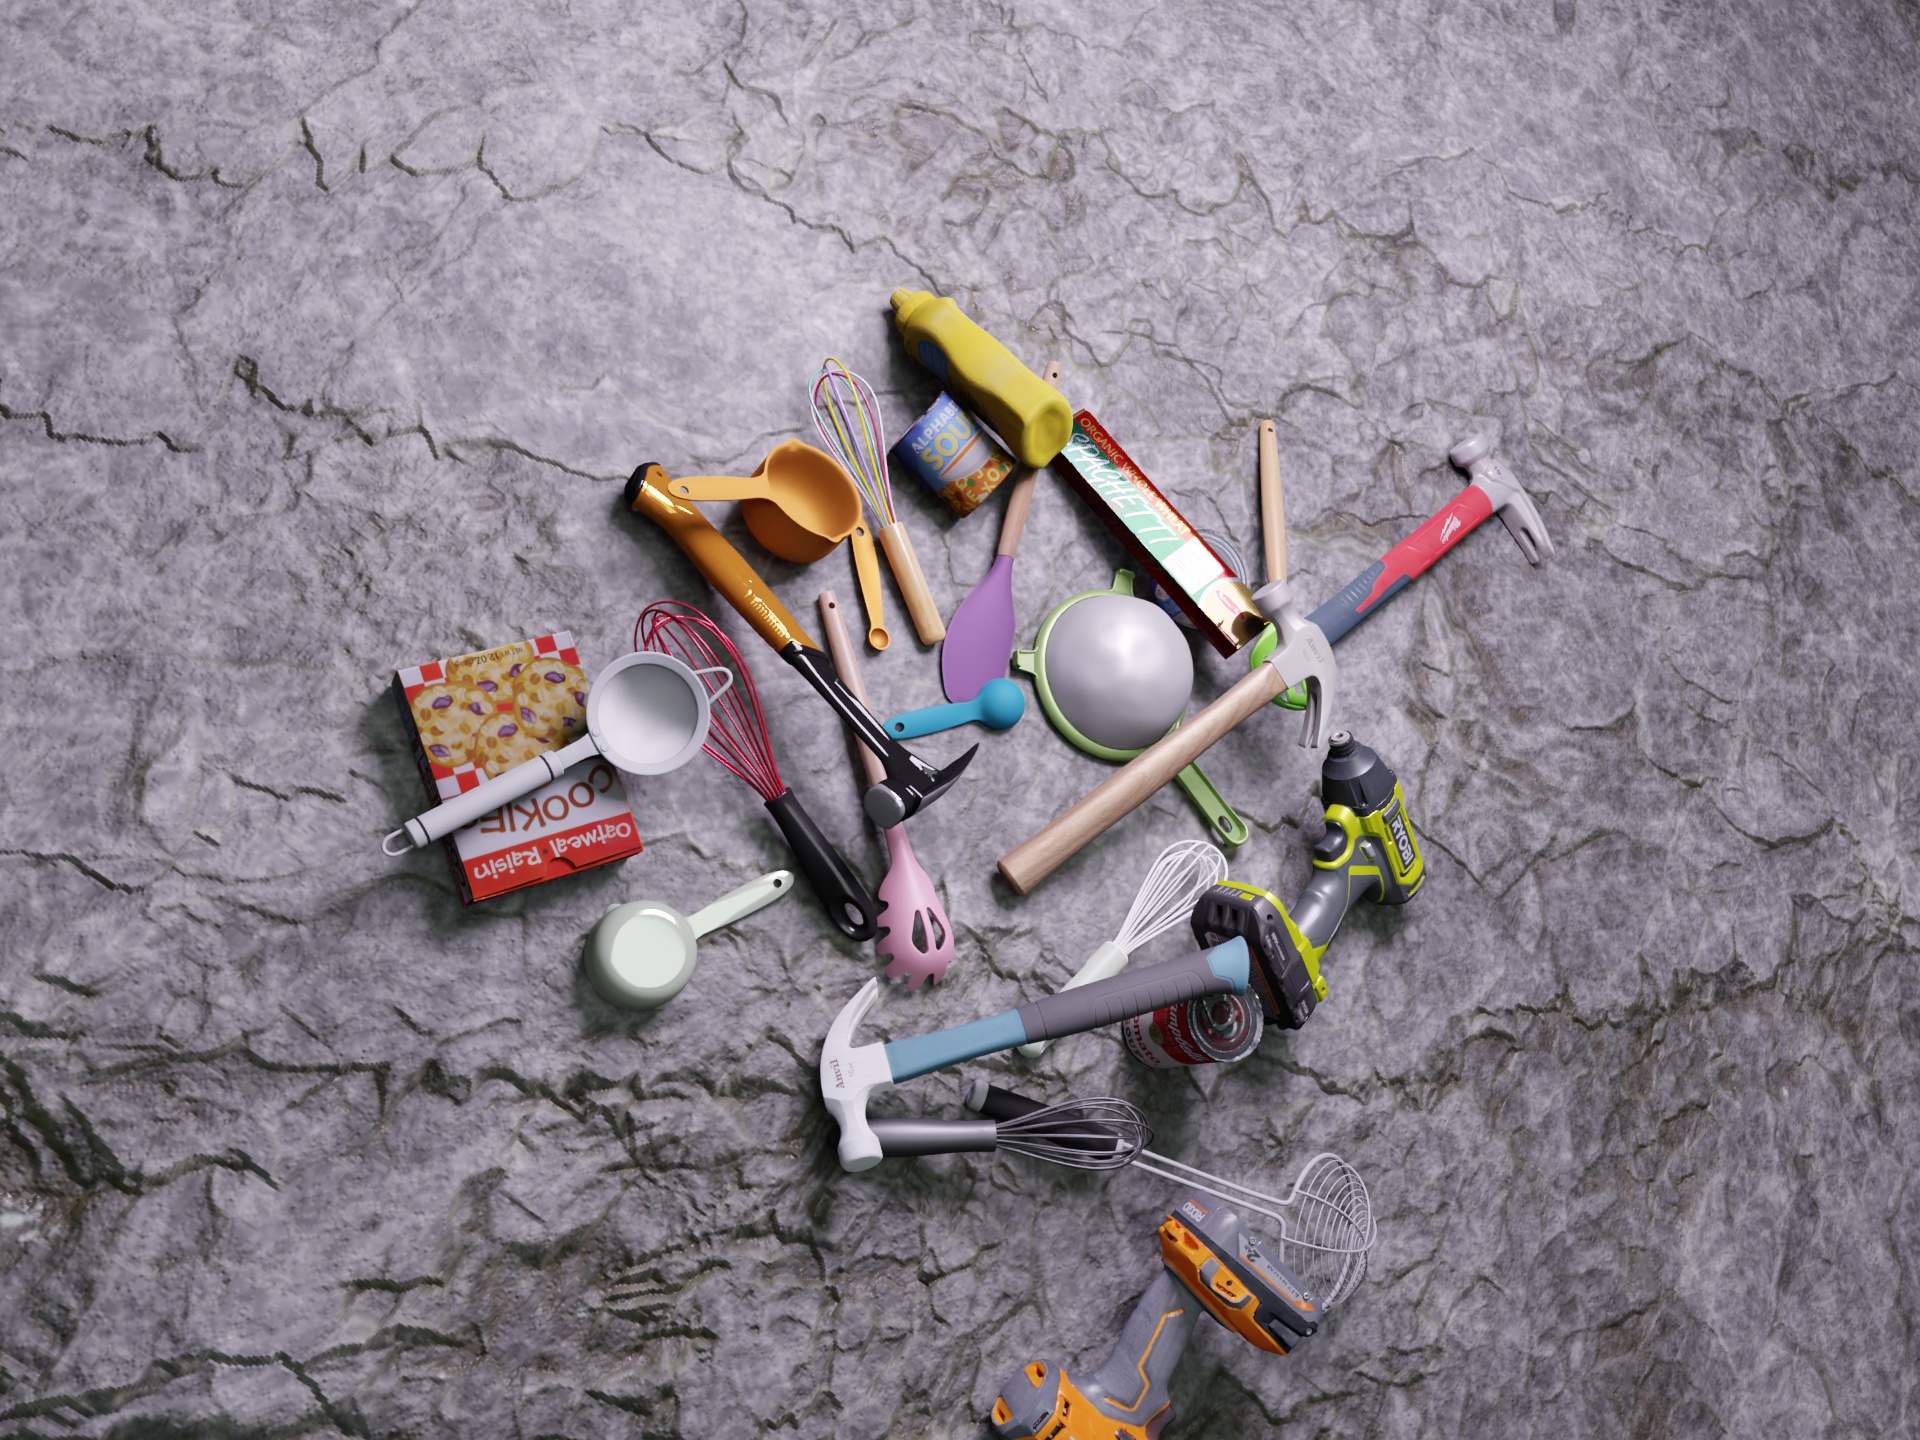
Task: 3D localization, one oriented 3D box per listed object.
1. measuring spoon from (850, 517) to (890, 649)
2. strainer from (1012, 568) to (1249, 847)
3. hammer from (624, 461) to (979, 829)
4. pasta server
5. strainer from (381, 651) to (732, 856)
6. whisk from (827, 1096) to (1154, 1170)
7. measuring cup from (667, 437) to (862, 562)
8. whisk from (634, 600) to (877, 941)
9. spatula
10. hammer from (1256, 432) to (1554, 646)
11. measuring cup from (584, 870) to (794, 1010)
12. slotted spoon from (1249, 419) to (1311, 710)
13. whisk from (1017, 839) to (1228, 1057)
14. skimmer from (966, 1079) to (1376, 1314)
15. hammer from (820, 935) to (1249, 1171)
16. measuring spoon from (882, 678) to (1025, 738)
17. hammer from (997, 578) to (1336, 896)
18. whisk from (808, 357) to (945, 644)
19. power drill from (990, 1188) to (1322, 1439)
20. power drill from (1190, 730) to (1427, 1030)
[{"bbox_3d":[-0.075,-0.110,1.276,0.021,0.011,0.117,0,72,-37],"label":"measuring spoon"},{"bbox_3d":[0.172,-0.004,1.326,0.151,0.069,0.256,-38,92,-29],"label":"strainer"},{"bbox_3d":[-0.128,-0.067,1.190,0.337,0.034,0.127,47,32,7],"label":"hammer"},{"bbox_3d":[-0.065,0.050,1.227,0.060,0.040,0.316,-10,76,-27],"label":"pasta server"},{"bbox_3d":[-0.272,0.026,1.079,0.258,0.050,0.087,-30,98,-27],"label":"strainer"},{"bbox_3d":[0.023,0.302,1.157,0.239,0.055,0.055,1,75,-7],"label":"whisk"},{"bbox_3d":[-0.157,-0.161,1.204,0.173,0.052,0.095,-7,66,-42],"label":"measuring cup"},{"bbox_3d":[-0.146,0.040,1.172,0.073,0.073,0.295,-37,98,-29],"label":"whisk"},{"bbox_3d":[0.041,-0.159,1.325,0.059,0.018,0.316,21,74,-21],"label":"spatula"},{"bbox_3d":[0.415,-0.127,1.495,0.386,0.038,0.143,-36,94,-29],"label":"hammer"},{"bbox_3d":[-0.186,0.145,1.132,0.167,0.038,0.083,-27,88,-27],"label":"measuring cup"},{"bbox_3d":[0.283,-0.141,1.417,0.070,0.031,0.314,8,61,-11],"label":"slotted spoon"},{"bbox_3d":[0.129,0.180,1.272,0.059,0.057,0.246,35,61,26],"label":"whisk"},{"bbox_3d":[0.166,0.358,1.244,0.363,0.090,0.127,23,70,-7],"label":"skimmer"},{"bbox_3d":[0.058,0.221,1.162,0.331,0.033,0.128,-14,58,-8],"label":"hammer"},{"bbox_3d":[-0.002,-0.004,1.268,0.128,0.021,0.042,-13,97,-26],"label":"measuring spoon"},{"bbox_3d":[0.169,0.032,1.283,0.331,0.031,0.130,-37,100,-11],"label":"hammer"},{"bbox_3d":[-0.065,-0.177,1.277,0.051,0.047,0.245,-21,89,-55],"label":"whisk"},{"bbox_3d":[0.153,0.476,1.153,0.226,0.084,0.164,-45,98,-9],"label":"power drill"},{"bbox_3d":[0.293,0.130,1.317,0.223,0.080,0.171,-44,123,-28],"label":"power drill"}]
